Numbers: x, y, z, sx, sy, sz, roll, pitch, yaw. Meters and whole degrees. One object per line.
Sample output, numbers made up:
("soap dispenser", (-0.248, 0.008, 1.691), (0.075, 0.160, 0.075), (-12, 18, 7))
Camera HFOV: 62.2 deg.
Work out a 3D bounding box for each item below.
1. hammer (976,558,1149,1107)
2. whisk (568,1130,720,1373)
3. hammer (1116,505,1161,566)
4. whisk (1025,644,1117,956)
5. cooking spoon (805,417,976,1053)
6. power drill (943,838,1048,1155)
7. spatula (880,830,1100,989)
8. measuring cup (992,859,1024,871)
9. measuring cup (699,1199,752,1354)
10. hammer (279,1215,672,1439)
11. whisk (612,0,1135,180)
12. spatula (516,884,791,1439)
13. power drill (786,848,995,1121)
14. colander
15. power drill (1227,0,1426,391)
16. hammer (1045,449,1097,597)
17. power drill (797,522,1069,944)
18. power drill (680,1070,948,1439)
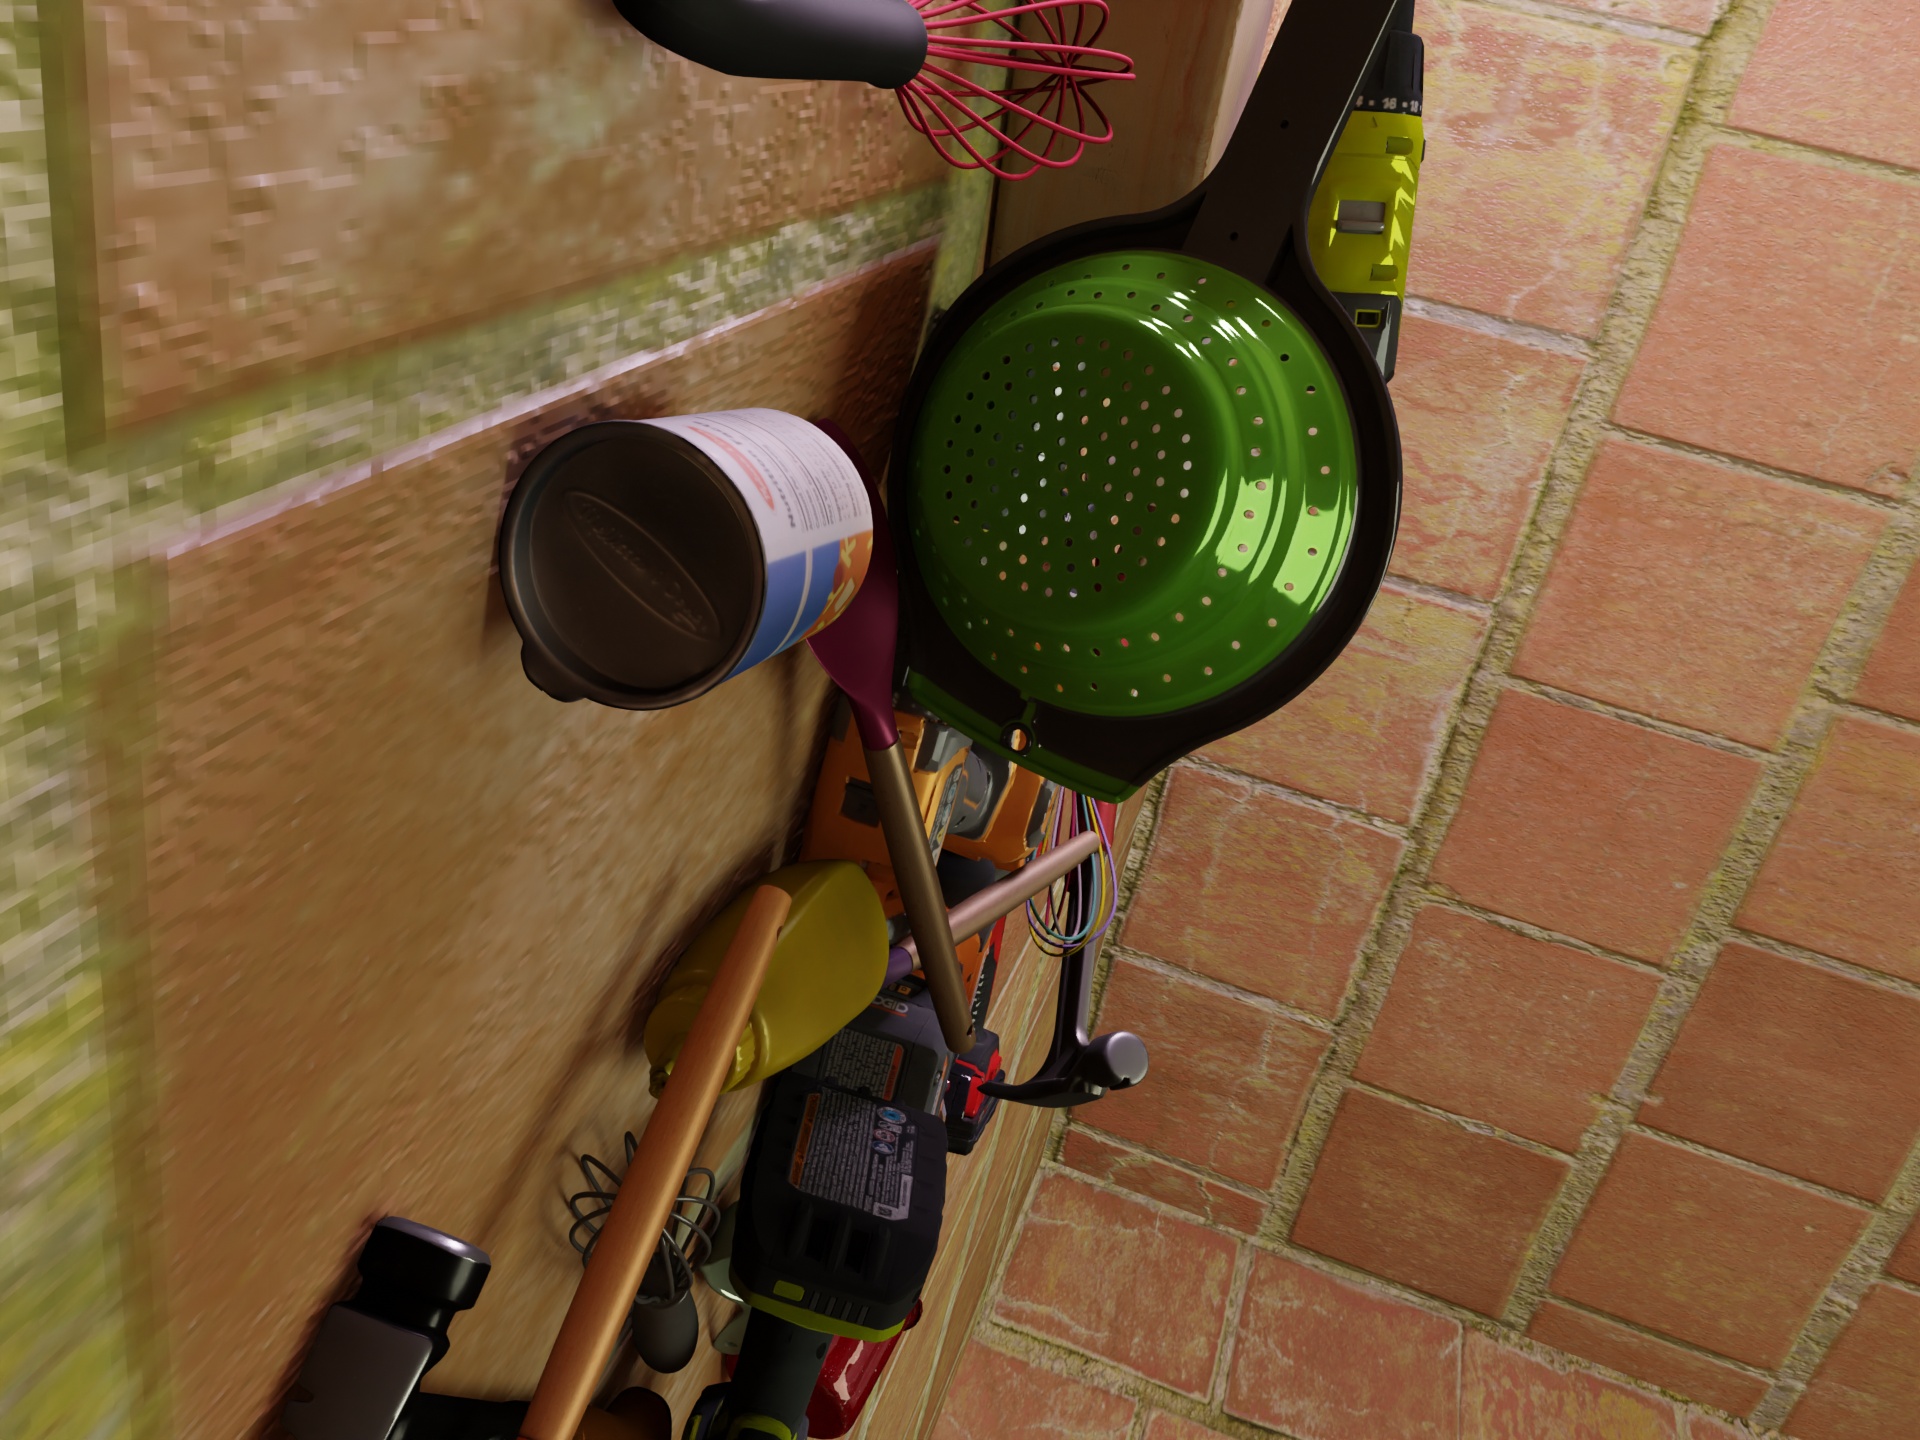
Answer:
("hammer", (0.079, 0.060, 1.002), (0.149, 0.036, 0.359), (-31, -134, 57))
("whisk", (-0.120, 0.217, 0.619), (0.238, 0.055, 0.055), (101, 12, -55))
("hammer", (0.101, -0.071, 1.150), (0.130, 0.031, 0.331), (-114, -144, -42))
("whisk", (0.062, 0.033, 0.963), (0.047, 0.051, 0.245), (127, -26, -48))
("cooking spoon", (-0.027, 0.027, 0.634), (0.069, 0.017, 0.318), (-56, 145, -42))
("power drill", (0.003, 0.171, 1.080), (0.143, 0.078, 0.219), (-26, 130, -75))
("spatula", (-0.013, 0.106, 0.777), (0.316, 0.018, 0.059), (-23, 154, -53))
("measuring cup", (0.025, 0.010, 1.005), (0.095, 0.052, 0.174), (84, 13, -64))
("measuring cup", (-0.098, 0.282, 0.805), (0.167, 0.083, 0.038), (120, -17, -49))
("hammer", (-0.151, 0.253, 0.532), (0.336, 0.034, 0.127), (84, 25, -65))
("whisk", (-0.013, -0.192, 0.455), (0.296, 0.073, 0.073), (-38, 145, -63))
("spatula", (-0.105, 0.193, 0.472), (0.081, 0.041, 0.323), (88, 19, -58))
("power drill", (-0.029, 0.150, 0.872), (0.226, 0.084, 0.164), (-53, 158, -72))
("colander", (0.083, -0.160, 0.560), (0.397, 0.204, 0.094), (-66, 162, 11))
("power drill", (0.159, -0.263, 0.762), (0.229, 0.080, 0.190), (-106, -162, -73))
("hammer", (0.049, -0.134, 0.920), (0.409, 0.036, 0.149), (-5, 111, -78))
("power drill", (-0.001, -0.002, 0.769), (0.226, 0.084, 0.185), (-15, 122, -72))
("power drill", (-0.076, 0.276, 0.652), (0.171, 0.080, 0.223), (-86, -167, -77))
